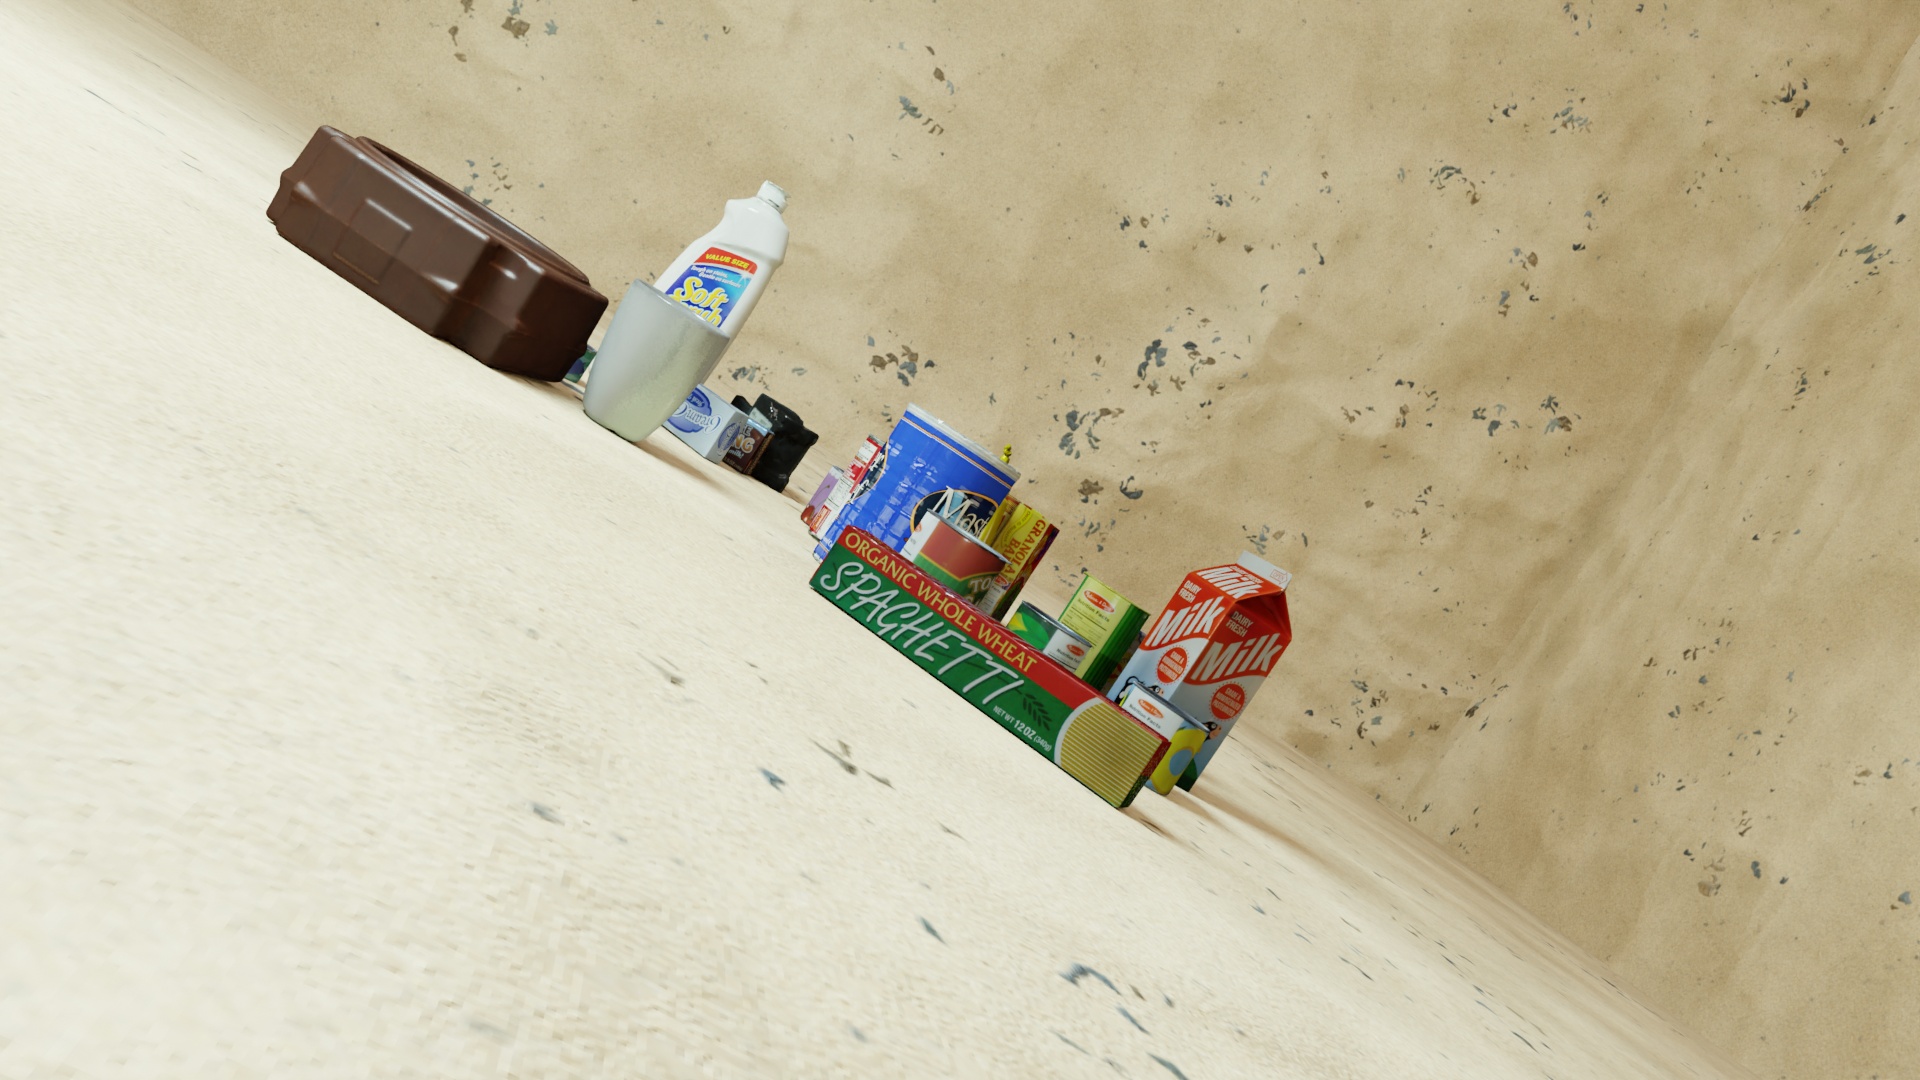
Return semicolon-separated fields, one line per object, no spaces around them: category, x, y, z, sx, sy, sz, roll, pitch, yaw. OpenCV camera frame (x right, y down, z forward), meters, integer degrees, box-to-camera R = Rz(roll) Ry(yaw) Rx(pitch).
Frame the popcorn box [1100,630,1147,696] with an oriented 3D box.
popcorn box;0.140;0.116;1.260;0.127;0.085;0.038;34;2;10

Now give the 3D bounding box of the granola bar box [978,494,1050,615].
granola bar box;0.021;0.011;1.344;0.039;0.124;0.166;33;2;-14

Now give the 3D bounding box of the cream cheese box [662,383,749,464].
cream cheese box;-0.246;-0.117;1.280;0.104;0.053;0.024;34;2;31

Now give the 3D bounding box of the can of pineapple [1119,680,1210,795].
can of pineapple;0.140;0.145;1.016;0.071;0.058;0.071;33;2;-1

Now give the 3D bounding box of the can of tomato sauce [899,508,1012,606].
can of tomato sauce;-0.015;0.031;0.954;0.071;0.083;0.071;33;2;-1

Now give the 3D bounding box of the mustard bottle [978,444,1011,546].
mustard bottle;0.004;-0.015;1.236;0.065;0.160;0.049;34;2;9

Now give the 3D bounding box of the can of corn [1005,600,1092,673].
can of corn;0.059;0.088;1.097;0.071;0.058;0.071;33;2;-1

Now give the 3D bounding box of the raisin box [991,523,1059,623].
raisin box;0.052;0.027;1.455;0.040;0.123;0.086;34;2;13

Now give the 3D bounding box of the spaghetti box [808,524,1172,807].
spaghetti box;0.013;0.074;0.863;0.250;0.050;0.028;34;2;20

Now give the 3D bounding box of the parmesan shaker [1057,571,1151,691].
parmesan shaker;0.109;0.088;1.212;0.071;0.103;0.071;33;2;-1

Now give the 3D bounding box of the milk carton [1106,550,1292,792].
milk carton;0.196;0.097;1.121;0.073;0.190;0.072;32;2;-28

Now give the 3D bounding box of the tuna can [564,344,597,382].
tuna can;-0.345;-0.165;1.175;0.071;0.033;0.071;33;2;-1

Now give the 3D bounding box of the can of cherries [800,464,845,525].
can of cherries;-0.106;-0.029;1.274;0.071;0.058;0.071;33;2;-1

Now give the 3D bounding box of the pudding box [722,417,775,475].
pudding box;-0.227;-0.105;1.336;0.084;0.049;0.030;33;2;7
